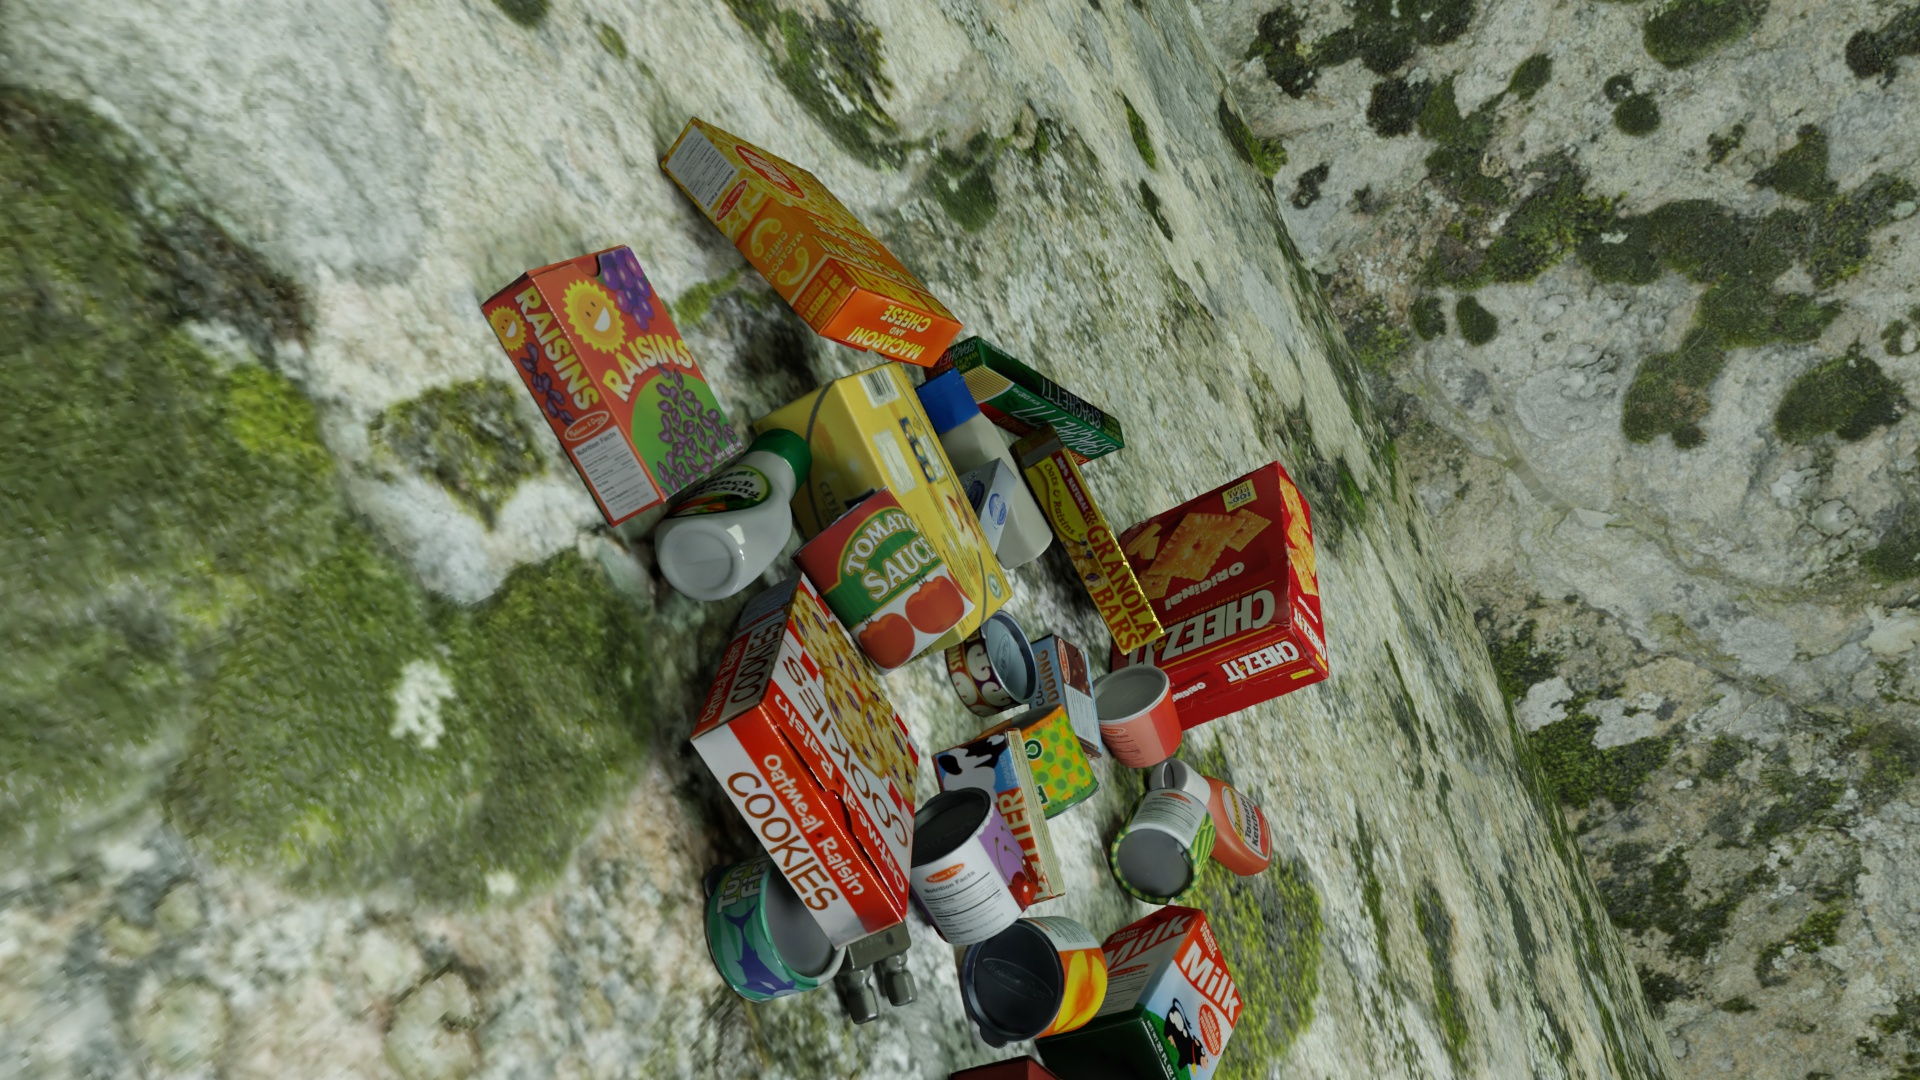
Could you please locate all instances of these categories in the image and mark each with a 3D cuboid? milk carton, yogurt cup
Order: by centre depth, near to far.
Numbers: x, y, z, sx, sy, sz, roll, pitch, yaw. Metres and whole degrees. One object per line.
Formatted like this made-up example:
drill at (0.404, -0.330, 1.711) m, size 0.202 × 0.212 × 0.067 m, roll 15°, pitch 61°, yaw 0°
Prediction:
milk carton at (0.126, 0.300, 0.894) m, size 0.072 × 0.073 × 0.191 m, roll 66°, pitch 26°, yaw -1°
yogurt cup at (0.135, 0.136, 1.058) m, size 0.053 × 0.072 × 0.073 m, roll 64°, pitch 25°, yaw -23°

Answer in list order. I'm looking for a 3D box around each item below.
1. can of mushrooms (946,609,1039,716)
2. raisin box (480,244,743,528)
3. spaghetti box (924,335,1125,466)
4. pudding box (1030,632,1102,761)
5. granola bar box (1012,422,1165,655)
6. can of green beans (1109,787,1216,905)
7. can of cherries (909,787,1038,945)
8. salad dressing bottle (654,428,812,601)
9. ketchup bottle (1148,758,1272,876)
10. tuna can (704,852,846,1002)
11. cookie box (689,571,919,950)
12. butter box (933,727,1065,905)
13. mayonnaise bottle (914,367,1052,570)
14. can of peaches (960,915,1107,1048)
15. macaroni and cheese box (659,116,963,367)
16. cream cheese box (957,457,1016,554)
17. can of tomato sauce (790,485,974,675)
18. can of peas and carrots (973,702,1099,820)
can of mushrooms at (0.020, 0.080, 0.923) m, size 0.071 × 0.033 × 0.071 m, roll 42°, pitch 36°, yaw -40°
raisin box at (-0.170, -0.079, 0.692) m, size 0.123 × 0.040 × 0.086 m, roll 61°, pitch 28°, yaw -9°
spaghetti box at (0.059, -0.109, 1.130) m, size 0.250 × 0.050 × 0.029 m, roll 20°, pitch 54°, yaw -56°
pudding box at (0.074, 0.115, 0.997) m, size 0.049 × 0.030 × 0.084 m, roll 32°, pitch 42°, yaw -47°
granola bar box at (0.098, -0.004, 1.086) m, size 0.165 × 0.039 × 0.124 m, roll 61°, pitch 5°, yaw -12°
can of green beans at (0.147, 0.222, 1.006) m, size 0.071 × 0.071 × 0.058 m, roll 64°, pitch 27°, yaw -6°
can of cherries at (0.002, 0.179, 0.772) m, size 0.058 × 0.071 × 0.072 m, roll 59°, pitch 27°, yaw -16°
salad dressing bottle at (-0.113, -0.019, 0.730) m, size 0.148 × 0.064 × 0.043 m, roll -70°, pitch 150°, yaw -65°
ketchup bottle at (0.205, 0.223, 1.139) m, size 0.148 × 0.043 × 0.065 m, roll 40°, pitch 37°, yaw -41°
tuna can at (-0.086, 0.176, 0.647) m, size 0.071 × 0.032 × 0.071 m, roll 43°, pitch 35°, yaw -40°
cookie box at (-0.068, 0.100, 0.680) m, size 0.122 × 0.040 × 0.168 m, roll 58°, pitch 10°, yaw -16°
butter box at (0.023, 0.169, 0.833) m, size 0.024 × 0.053 × 0.103 m, roll 12°, pitch 59°, yaw -62°
mayonnaise bottle at (0.016, -0.054, 1.017) m, size 0.148 × 0.041 × 0.065 m, roll 61°, pitch 20°, yaw -9°
can of peaches at (0.042, 0.250, 0.791) m, size 0.058 × 0.071 × 0.071 m, roll 20°, pitch 51°, yaw -56°
macaroni and cheese box at (-0.089, -0.179, 0.850) m, size 0.167 × 0.040 × 0.124 m, roll 48°, pitch 20°, yaw 23°
cream cheese box at (0.003, -0.012, 0.943) m, size 0.024 × 0.053 × 0.104 m, roll 53°, pitch 29°, yaw -22°
can of tomato sauce at (-0.041, 0.022, 0.759) m, size 0.083 × 0.071 × 0.071 m, roll 53°, pitch 27°, yaw 0°
can of peas and carrots at (0.045, 0.143, 0.882) m, size 0.058 × 0.071 × 0.071 m, roll 65°, pitch 26°, yaw -1°
